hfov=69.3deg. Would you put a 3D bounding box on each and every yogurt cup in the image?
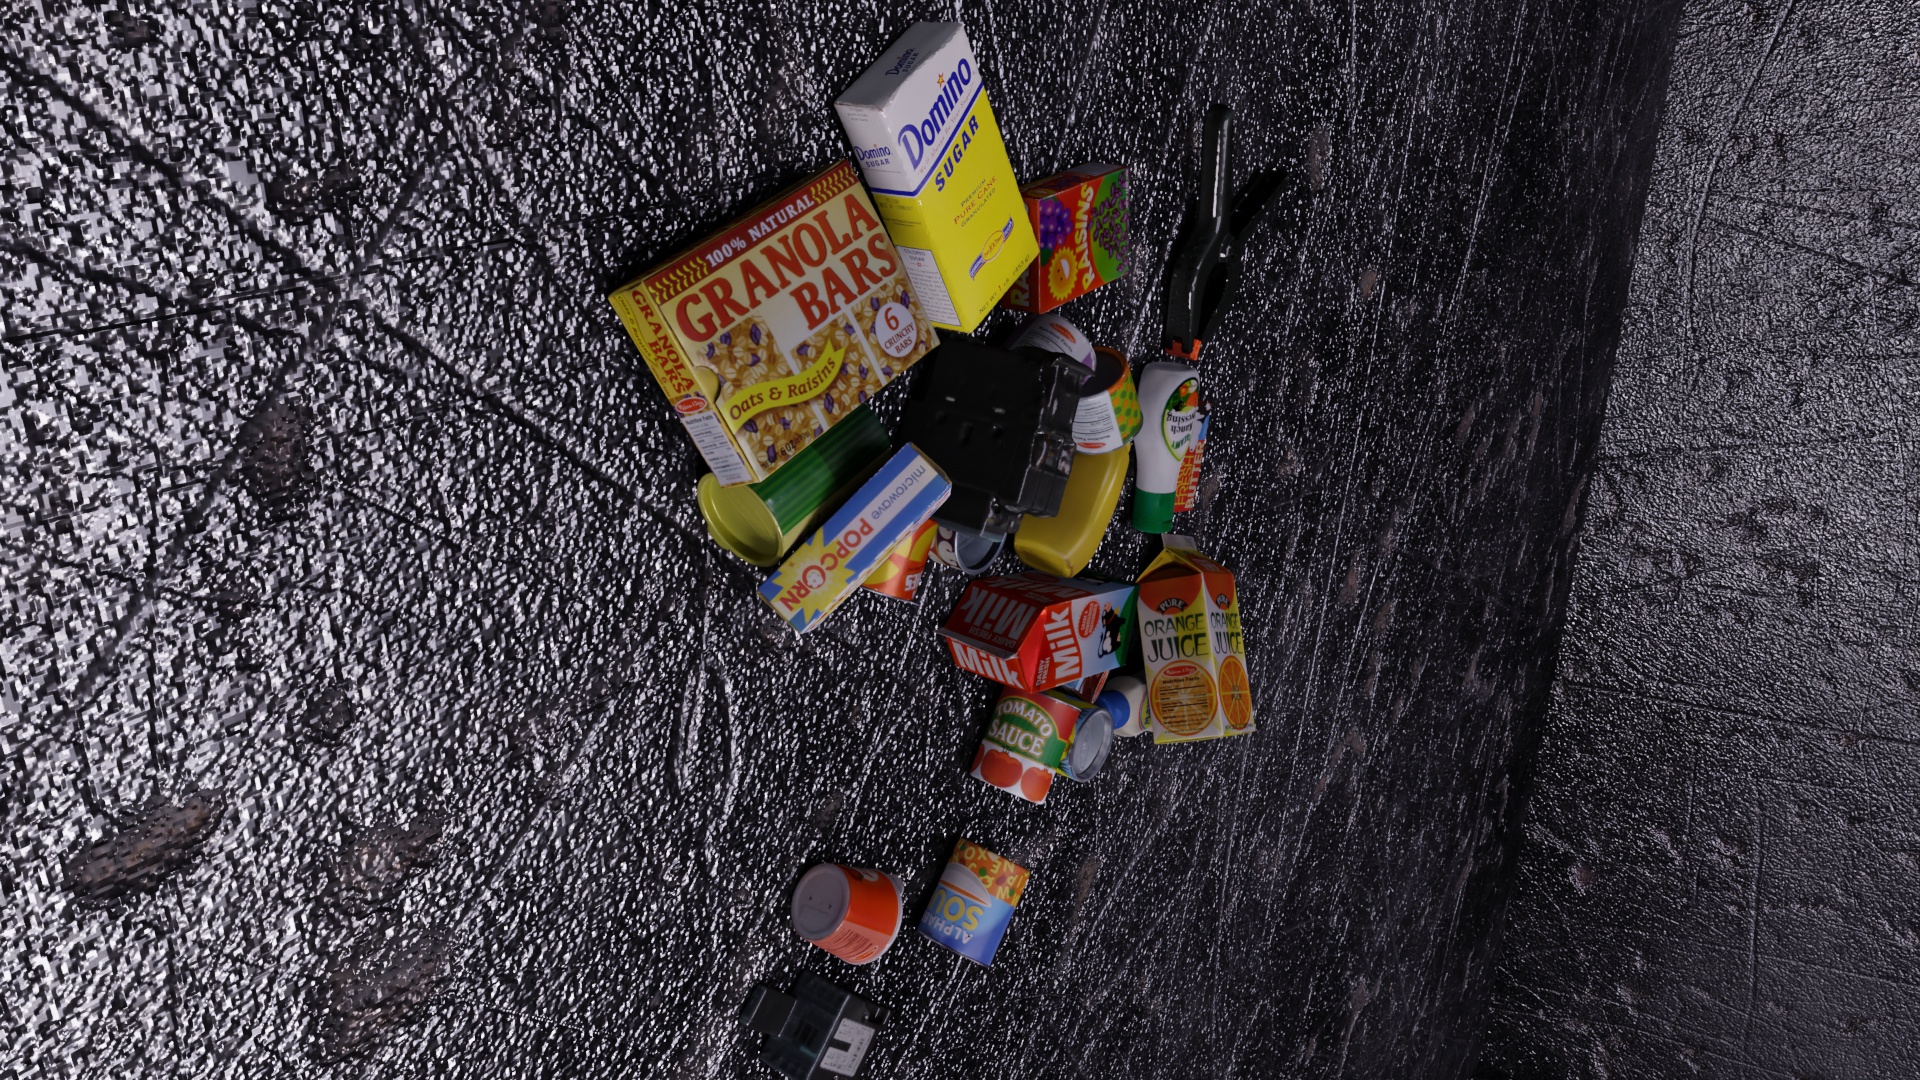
[{"bbox_3d":[-0.083,0.262,0.987,0.054,0.072,0.072,35,75,-46],"label":"yogurt cup"}]

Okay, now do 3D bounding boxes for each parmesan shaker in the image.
[{"bbox_3d":[-0.100,-0.040,0.836,0.103,0.071,0.071,-44,137,-37],"label":"parmesan shaker"}]

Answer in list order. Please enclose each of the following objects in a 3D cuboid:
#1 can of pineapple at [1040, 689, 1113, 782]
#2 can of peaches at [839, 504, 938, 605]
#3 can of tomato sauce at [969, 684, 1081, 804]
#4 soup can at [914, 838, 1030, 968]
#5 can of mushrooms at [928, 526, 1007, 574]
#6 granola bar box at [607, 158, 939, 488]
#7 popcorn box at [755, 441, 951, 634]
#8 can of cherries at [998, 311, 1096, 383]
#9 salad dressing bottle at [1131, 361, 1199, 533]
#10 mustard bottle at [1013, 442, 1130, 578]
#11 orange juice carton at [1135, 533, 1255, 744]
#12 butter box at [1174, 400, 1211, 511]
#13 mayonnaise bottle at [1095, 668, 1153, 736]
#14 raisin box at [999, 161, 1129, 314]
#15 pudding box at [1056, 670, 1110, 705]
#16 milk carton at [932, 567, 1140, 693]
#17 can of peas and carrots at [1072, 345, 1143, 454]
[{"bbox_3d":[0.089,0.167,1.193,0.071,0.058,0.070,-27,125,-47],"label":"can of pineapple"},{"bbox_3d":[-0.052,0.005,0.915,0.071,0.071,0.058,22,85,-56],"label":"can of peaches"},{"bbox_3d":[0.052,0.164,1.131,0.071,0.071,0.083,32,78,-55],"label":"can of tomato sauce"},{"bbox_3d":[0.009,0.293,1.127,0.071,0.071,0.084,45,67,-53],"label":"soup can"},{"bbox_3d":[0.004,-0.013,1.018,0.071,0.033,0.070,-27,126,-46],"label":"can of mushrooms"},{"bbox_3d":[-0.098,-0.125,0.786,0.166,0.039,0.124,-43,114,-36],"label":"granola bar box"},{"bbox_3d":[-0.061,-0.001,0.838,0.127,0.038,0.085,-45,180,-3],"label":"popcorn box"},{"bbox_3d":[0.056,-0.123,1.018,0.058,0.071,0.071,-52,140,-28],"label":"can of cherries"},{"bbox_3d":[0.177,-0.081,1.223,0.064,0.044,0.147,-15,116,-47],"label":"salad dressing bottle"},{"bbox_3d":[0.100,-0.046,1.114,0.161,0.065,0.048,-59,156,-25],"label":"mustard bottle"},{"bbox_3d":[0.215,0.089,1.293,0.072,0.073,0.193,7,74,-55],"label":"orange juice carton"},{"bbox_3d":[0.200,-0.078,1.275,0.053,0.024,0.103,-6,109,-53],"label":"butter box"},{"bbox_3d":[0.162,0.154,1.303,0.148,0.041,0.064,-2,100,-55],"label":"mayonnaise bottle"},{"bbox_3d":[0.077,-0.225,1.026,0.124,0.040,0.085,-33,130,-45],"label":"raisin box"},{"bbox_3d":[0.114,0.099,1.223,0.084,0.030,0.049,-64,146,-13],"label":"pudding box"},{"bbox_3d":[0.062,0.069,1.100,0.191,0.072,0.073,-7,110,-53],"label":"milk carton"},{"bbox_3d":[0.106,-0.113,1.092,0.071,0.071,0.058,-52,140,-28],"label":"can of peas and carrots"}]
